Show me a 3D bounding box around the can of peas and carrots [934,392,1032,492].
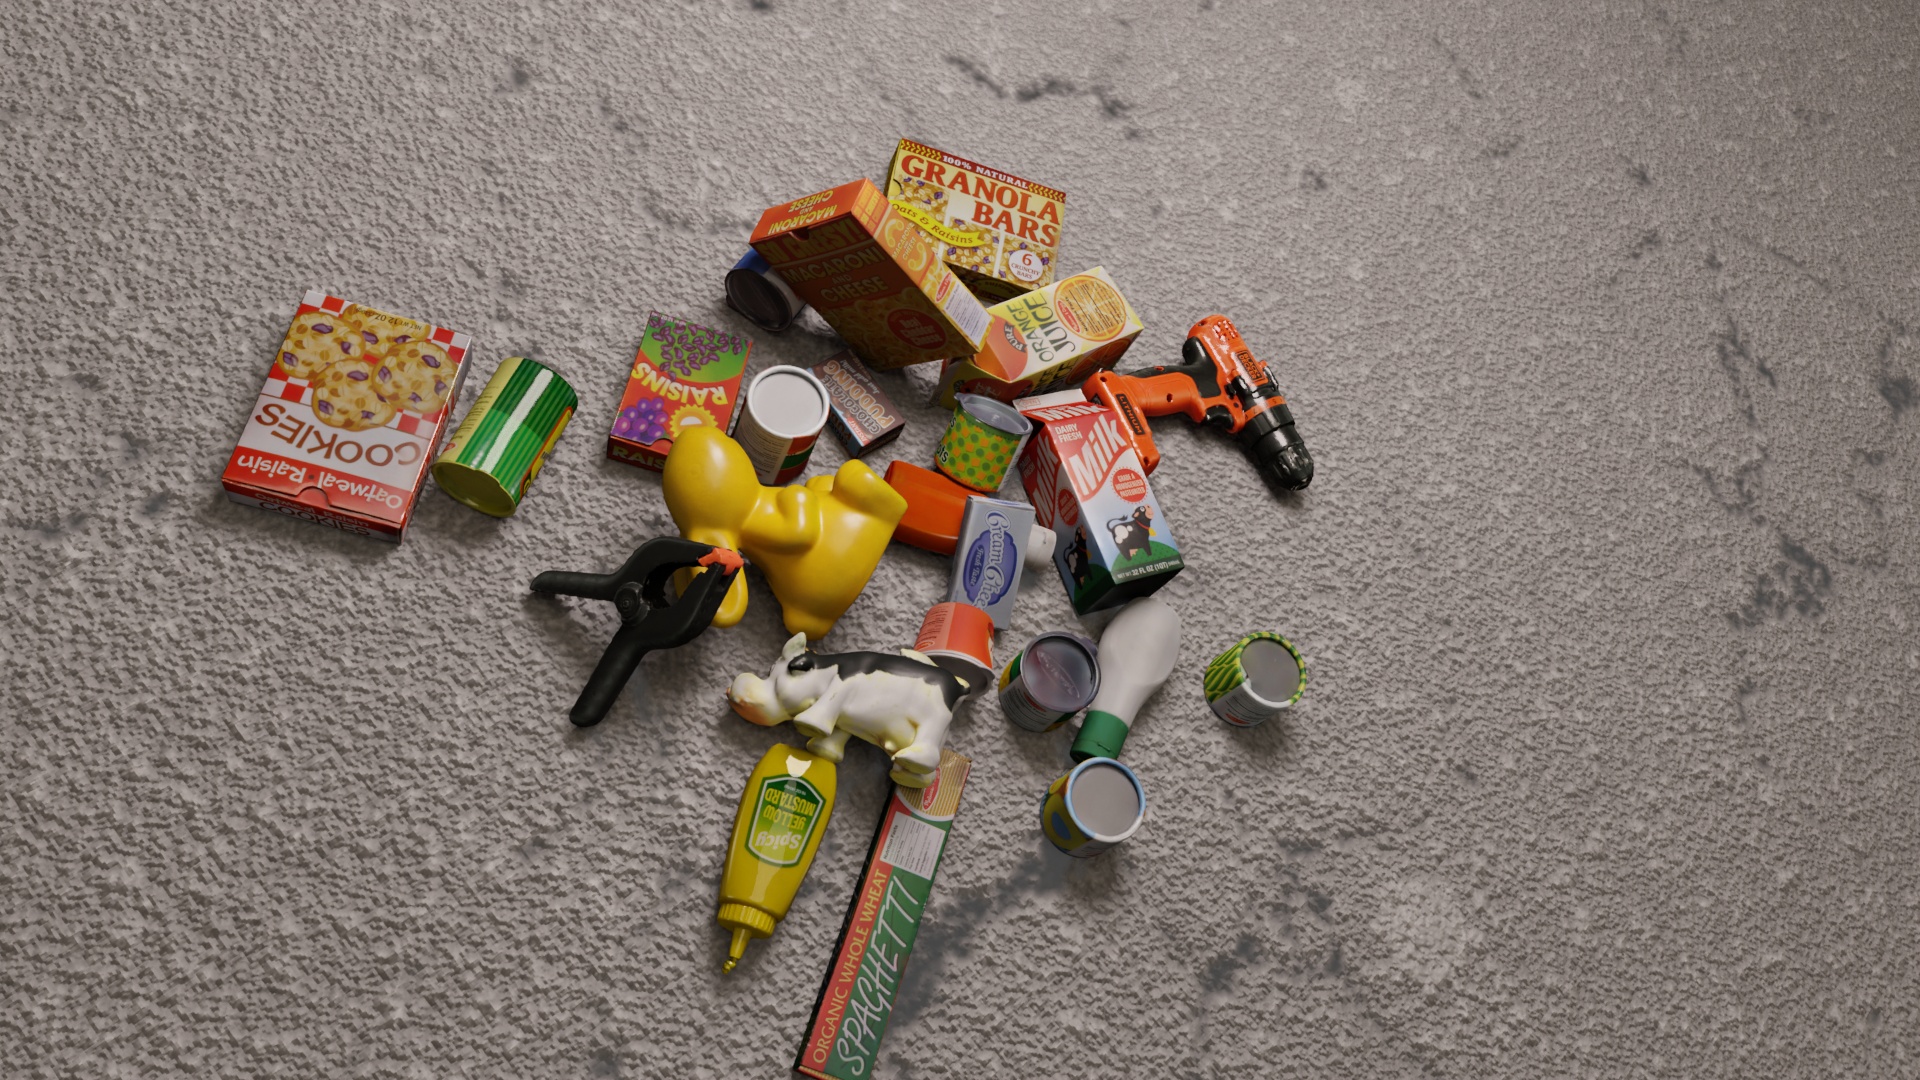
[{"bbox_3d":[0.016,-0.082,1.150,0.071,0.058,0.071,21,23,-9],"label":"can of peas and carrots"}]

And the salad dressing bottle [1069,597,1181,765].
[{"bbox_3d":[0.131,0.116,1.121,0.064,0.043,0.148,31,61,-5],"label":"salad dressing bottle"}]

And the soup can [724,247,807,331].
[{"bbox_3d":[-0.151,-0.229,1.174,0.071,0.071,0.084,34,59,-2],"label":"soup can"}]

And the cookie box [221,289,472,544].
[{"bbox_3d":[-0.446,-0.092,1.021,0.123,0.040,0.168,16,62,-12],"label":"cookie box"}]

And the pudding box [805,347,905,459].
[{"bbox_3d":[-0.091,-0.114,1.159,0.050,0.030,0.084,-31,79,-27],"label":"pudding box"}]

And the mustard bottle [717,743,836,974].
[{"bbox_3d":[-0.135,0.225,0.974,0.065,0.048,0.161,20,61,-6],"label":"mustard bottle"}]

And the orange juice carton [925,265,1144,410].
[{"bbox_3d":[0.057,-0.165,1.210,0.193,0.071,0.073,-25,76,-27],"label":"orange juice carton"}]

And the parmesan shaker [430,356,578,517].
[{"bbox_3d":[-0.336,-0.078,1.035,0.071,0.071,0.103,26,60,-6],"label":"parmesan shaker"}]

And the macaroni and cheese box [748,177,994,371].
[{"bbox_3d":[-0.070,-0.207,1.114,0.166,0.123,0.040,43,58,-37],"label":"macaroni and cheese box"}]

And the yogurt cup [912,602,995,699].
[{"bbox_3d":[-0.005,0.084,1.078,0.072,0.072,0.054,19,54,-10],"label":"yogurt cup"}]

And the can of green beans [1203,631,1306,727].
[{"bbox_3d":[0.244,0.115,1.150,0.071,0.057,0.071,8,64,-16],"label":"can of green beans"}]

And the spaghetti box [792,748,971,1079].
[{"bbox_3d":[-0.054,0.264,0.995,0.050,0.028,0.251,24,61,-7],"label":"spaghetti box"}]

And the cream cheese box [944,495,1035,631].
[{"bbox_3d":[0.022,0.018,1.106,0.053,0.024,0.103,9,102,-15],"label":"cream cheese box"}]

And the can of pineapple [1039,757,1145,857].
[{"bbox_3d":[0.100,0.202,1.060,0.071,0.057,0.071,7,64,-15],"label":"can of pineapple"}]

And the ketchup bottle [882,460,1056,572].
[{"bbox_3d":[0.004,-0.014,1.137,0.149,0.043,0.065,19,55,-10],"label":"ketchup bottle"}]

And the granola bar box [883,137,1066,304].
[{"bbox_3d":[0.009,-0.287,1.269,0.166,0.039,0.125,16,62,-12],"label":"granola bar box"}]

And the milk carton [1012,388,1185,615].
[{"bbox_3d":[0.107,-0.041,1.167,0.072,0.073,0.191,-12,70,-26],"label":"milk carton"}]

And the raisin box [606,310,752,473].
[{"bbox_3d":[-0.223,-0.113,1.108,0.086,0.040,0.124,17,62,-12],"label":"raisin box"}]

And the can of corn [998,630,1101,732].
[{"bbox_3d":[0.071,0.110,1.093,0.071,0.058,0.071,7,64,-15],"label":"can of corn"}]

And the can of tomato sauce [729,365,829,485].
[{"bbox_3d":[-0.143,-0.092,1.100,0.071,0.082,0.071,8,64,-16],"label":"can of tomato sauce"}]
